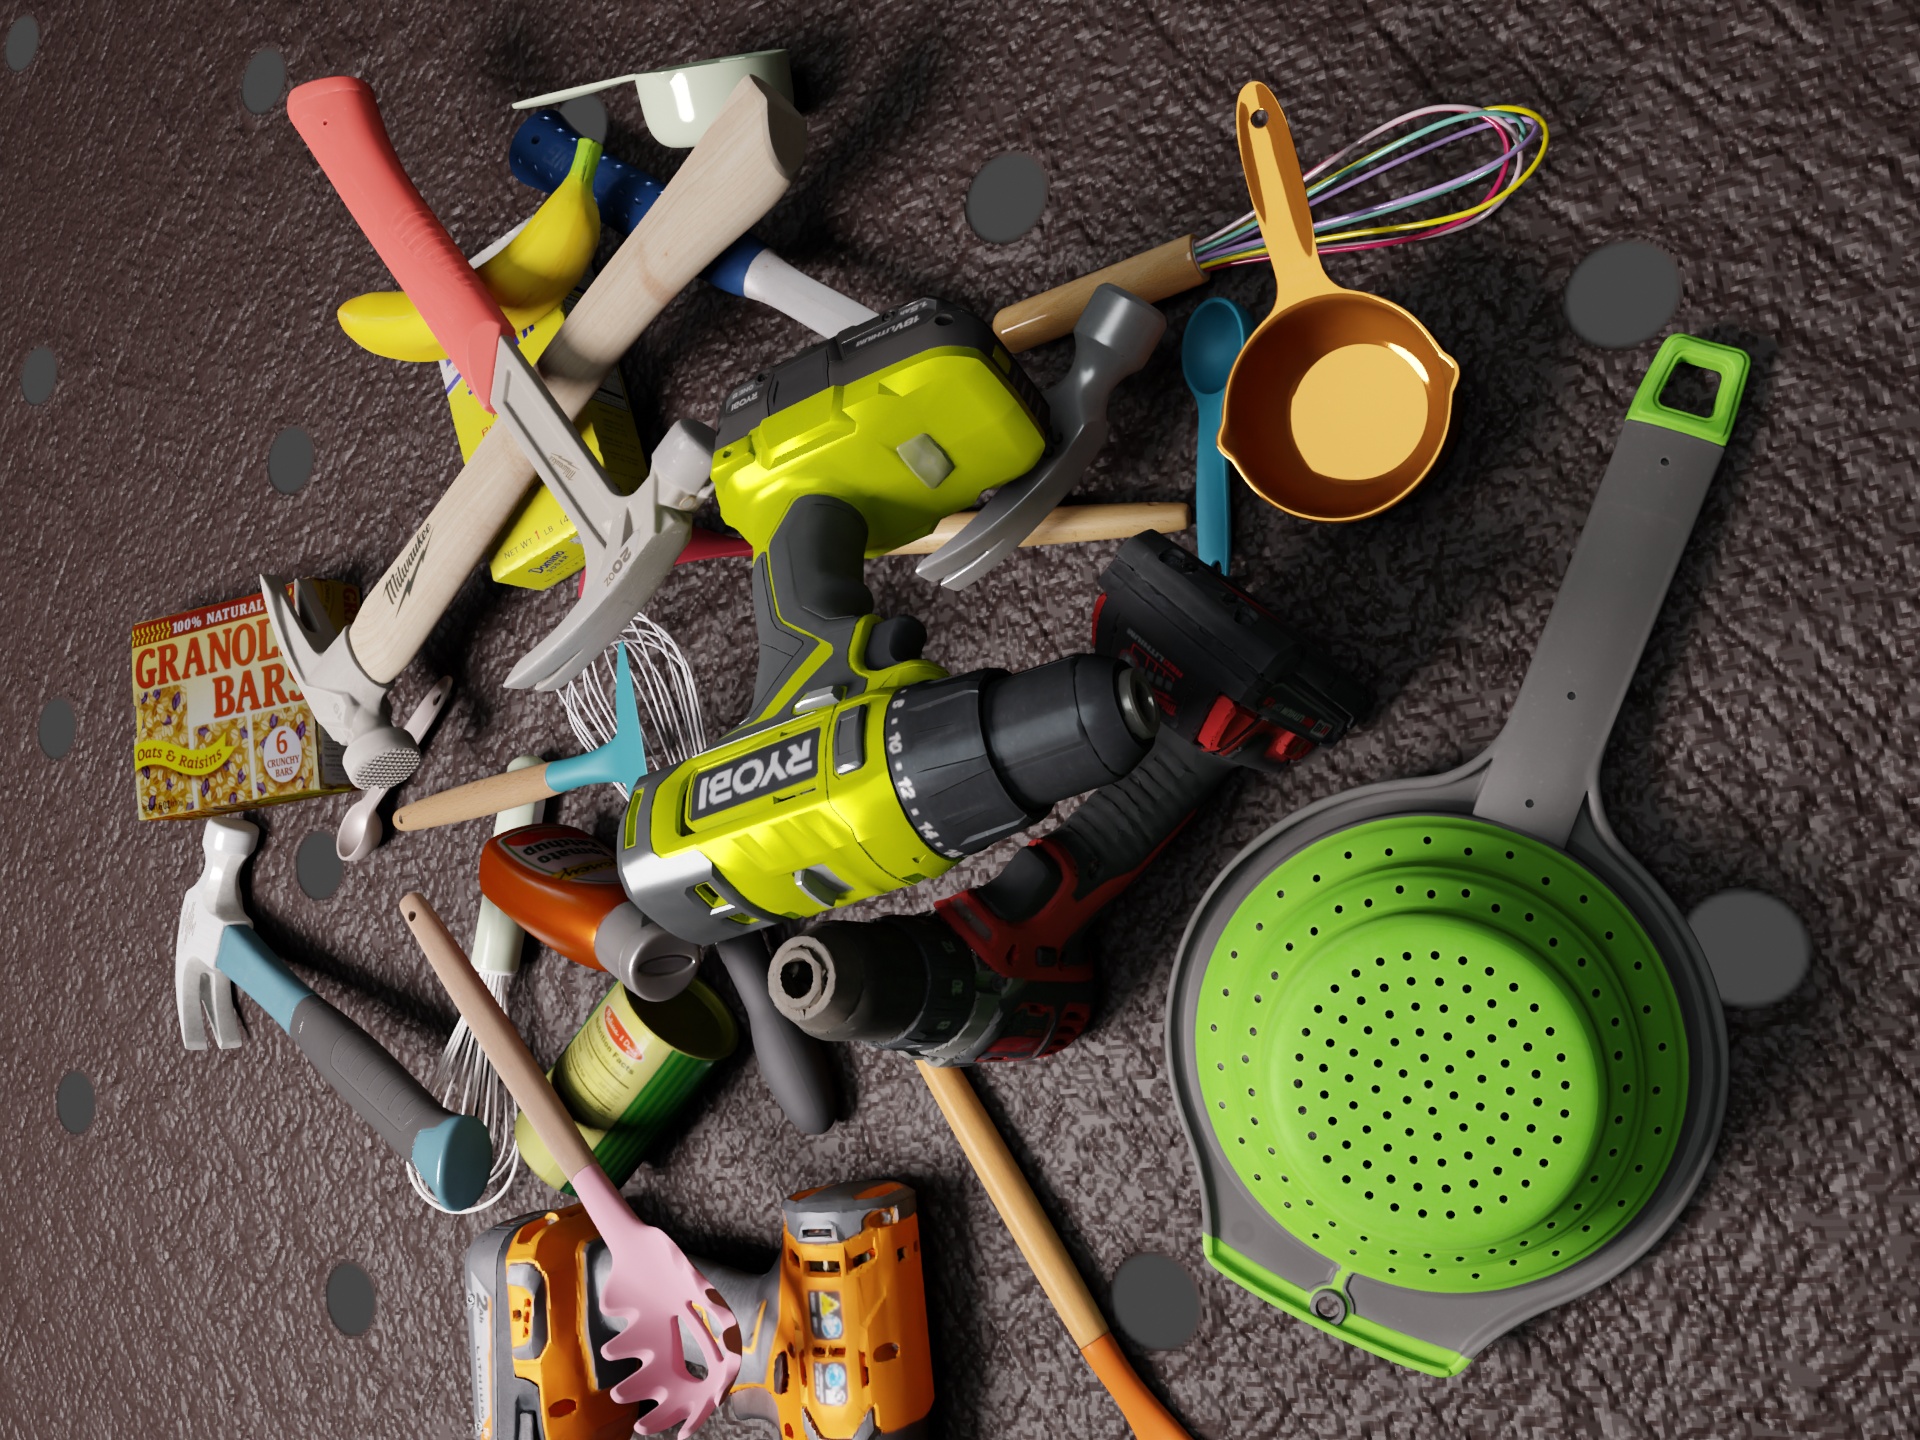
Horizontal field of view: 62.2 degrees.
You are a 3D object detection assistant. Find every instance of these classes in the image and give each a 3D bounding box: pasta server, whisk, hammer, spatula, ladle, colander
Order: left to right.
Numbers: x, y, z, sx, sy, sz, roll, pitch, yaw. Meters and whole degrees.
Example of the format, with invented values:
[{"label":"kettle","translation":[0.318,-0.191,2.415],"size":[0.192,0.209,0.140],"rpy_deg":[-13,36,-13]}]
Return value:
[{"label":"hammer","translation":[-0.352,0.168,0.871],"size":[0.331,0.033,0.128],"rpy_deg":[23,99,40]},{"label":"hammer","translation":[-0.244,-0.186,0.768],"size":[0.149,0.036,0.359],"rpy_deg":[-47,65,20]},{"label":"whisk","translation":[-0.249,0.140,0.848],"size":[0.059,0.058,0.246],"rpy_deg":[10,88,-5]},{"label":"spatula","translation":[-0.221,0.031,0.784],"size":[0.317,0.044,0.082],"rpy_deg":[-14,85,47]},{"label":"hammer","translation":[-0.220,-0.151,0.795],"size":[0.410,0.038,0.146],"rpy_deg":[-46,65,22]},{"label":"pasta server","translation":[-0.191,0.189,0.735],"size":[0.060,0.040,0.316],"rpy_deg":[-47,60,6]},{"label":"whisk","translation":[-0.125,0.069,0.777],"size":[0.070,0.070,0.285],"rpy_deg":[-30,78,24]},{"label":"hammer","translation":[-0.093,-0.206,0.762],"size":[0.406,0.035,0.144],"rpy_deg":[36,99,31]},{"label":"ladle","translation":[-0.047,-0.084,0.745],"size":[0.315,0.069,0.031],"rpy_deg":[-2,111,23]},{"label":"spatula","translation":[0.041,0.244,0.679],"size":[0.081,0.041,0.323],"rpy_deg":[-41,68,22]},{"label":"whisk","translation":[0.119,-0.199,0.663],"size":[0.245,0.051,0.047],"rpy_deg":[-14,86,31]},{"label":"colander","translation":[0.195,0.045,0.561],"size":[0.204,0.094,0.397],"rpy_deg":[21,93,17]}]

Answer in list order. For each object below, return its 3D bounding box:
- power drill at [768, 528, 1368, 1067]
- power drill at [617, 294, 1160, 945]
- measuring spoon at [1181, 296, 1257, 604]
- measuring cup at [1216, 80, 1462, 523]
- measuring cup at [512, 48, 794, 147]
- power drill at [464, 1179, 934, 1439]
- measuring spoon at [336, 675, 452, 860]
[{"label":"power drill","translation":[0.038,0.042,0.613],"size":[0.080,0.187,0.226],"rpy_deg":[44,104,30]},{"label":"power drill","translation":[-0.023,-0.042,0.572],"size":[0.190,0.080,0.229],"rpy_deg":[-20,49,26]},{"label":"measuring spoon","translation":[0.114,-0.114,0.676],"size":[0.042,0.021,0.128],"rpy_deg":[9,101,61]},{"label":"measuring cup","translation":[0.142,-0.163,0.629],"size":[0.095,0.052,0.173],"rpy_deg":[-15,89,27]},{"label":"measuring cup","translation":[-0.159,-0.307,0.804],"size":[0.168,0.083,0.038],"rpy_deg":[3,118,29]},{"label":"power drill","translation":[-0.117,0.304,0.742],"size":[0.226,0.084,0.164],"rpy_deg":[-9,82,24]},{"label":"measuring spoon","translation":[-0.318,0.029,0.908],"size":[0.124,0.018,0.034],"rpy_deg":[-56,42,7]}]
